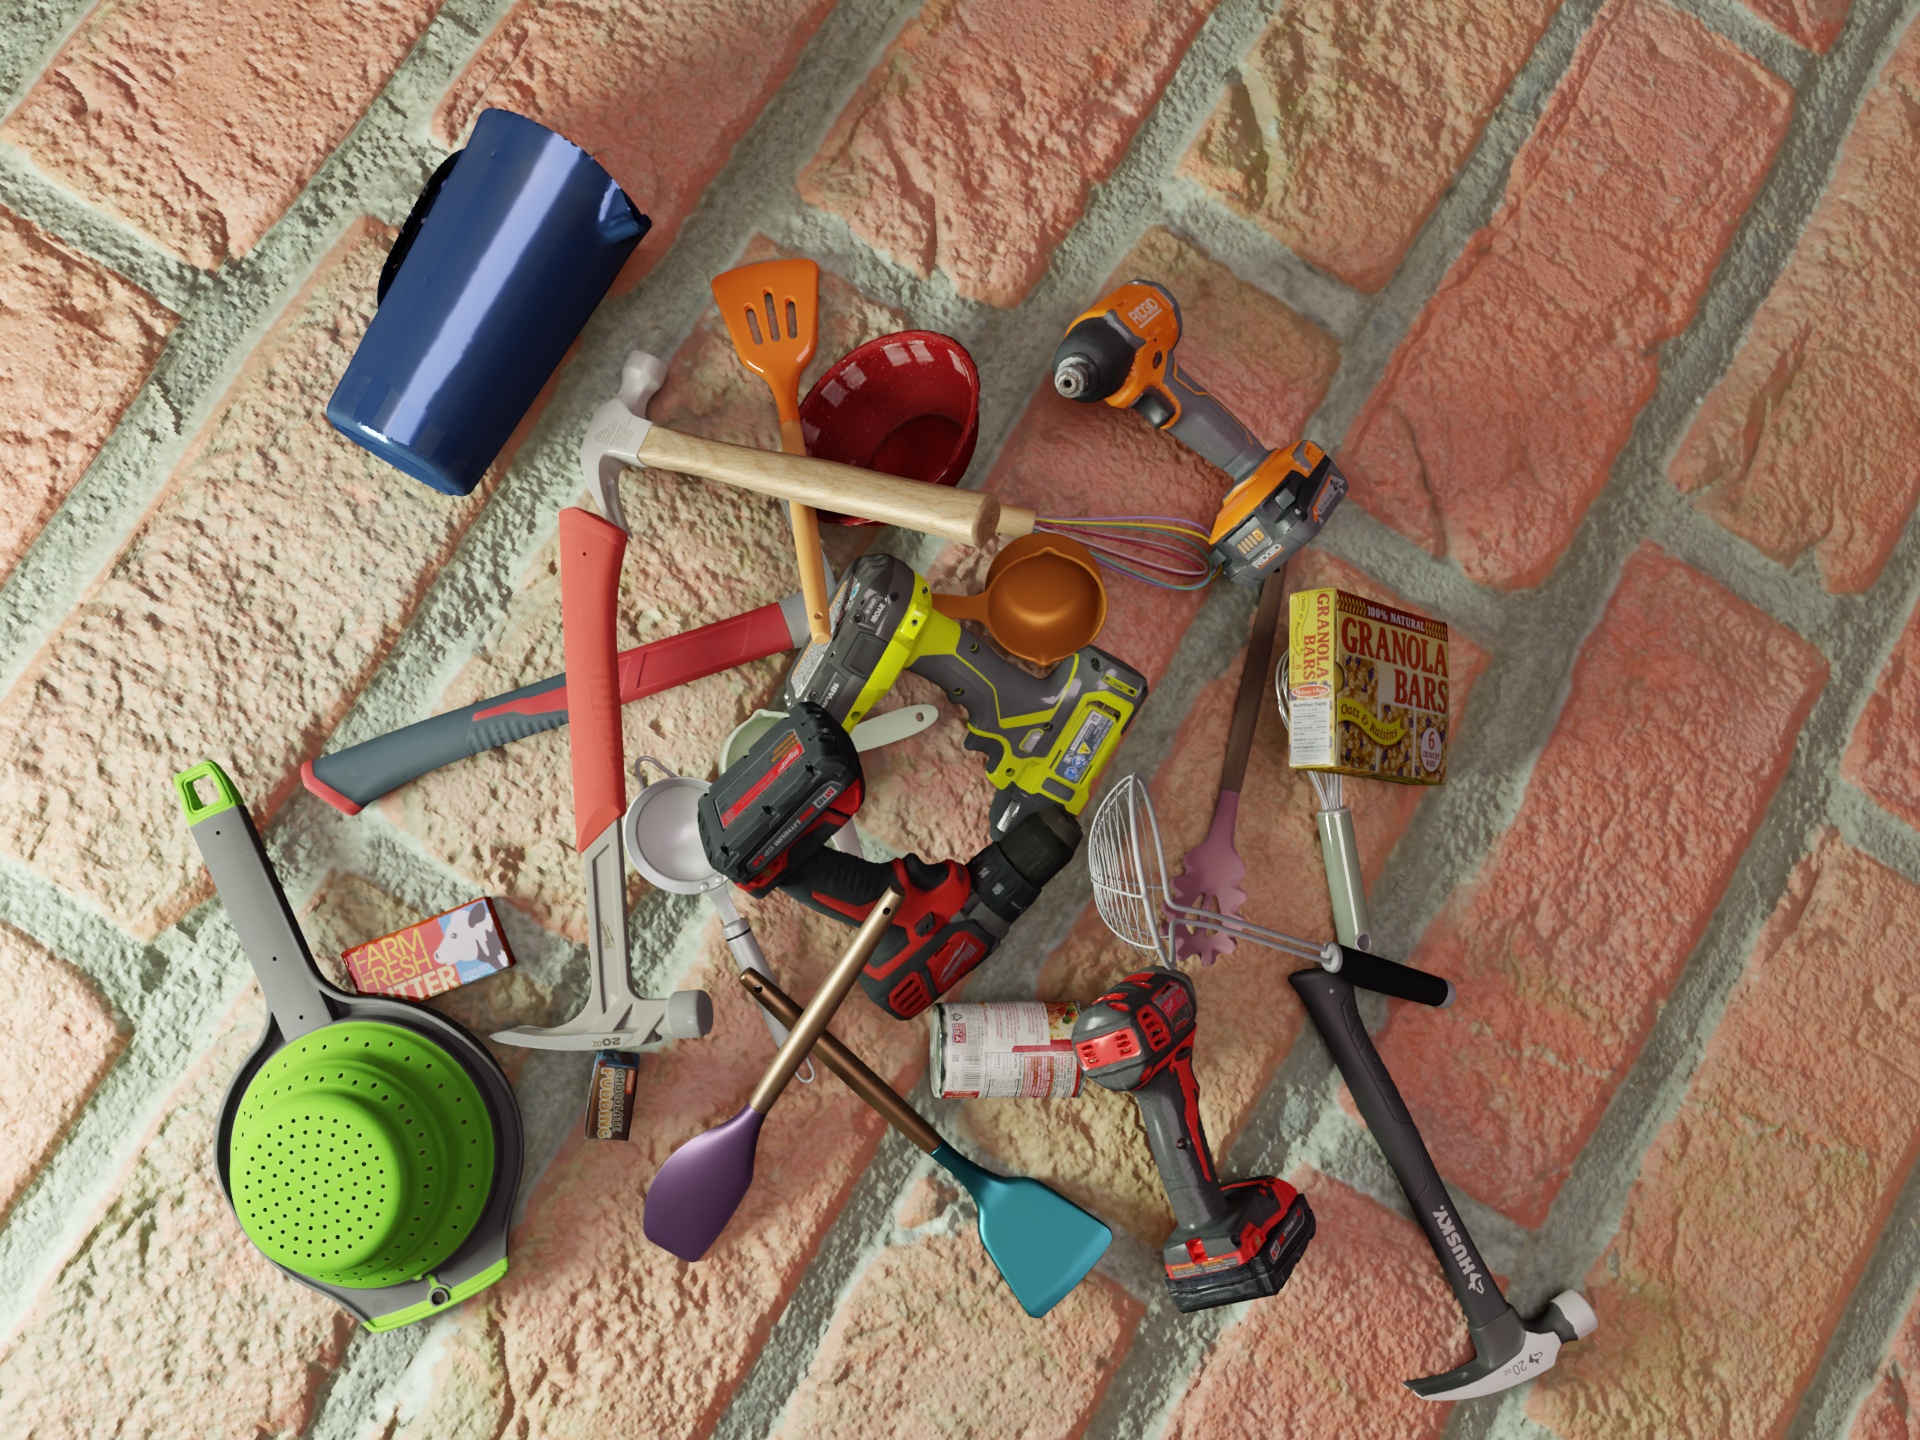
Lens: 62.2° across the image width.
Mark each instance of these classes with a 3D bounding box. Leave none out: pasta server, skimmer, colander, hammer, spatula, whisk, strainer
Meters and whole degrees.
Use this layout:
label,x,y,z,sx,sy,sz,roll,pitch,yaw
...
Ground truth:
label,x,y,z,sx,sy,sz,roll,pitch,yaw
pasta server,0.205,0.025,1.176,0.060,0.040,0.316,12,81,12
skimmer,0.229,0.137,1.083,0.363,0.090,0.127,20,49,-28
colander,-0.427,0.211,1.019,0.204,0.094,0.397,-25,89,1
hammer,-0.123,-0.163,1.065,0.331,0.031,0.130,17,78,28
hammer,-0.269,-0.034,1.115,0.386,0.038,0.143,-19,86,-10
spatula,-0.034,0.281,1.103,0.317,0.044,0.082,44,89,-9
spatula,-0.124,0.237,1.061,0.059,0.018,0.316,32,104,-4
whisk,0.074,-0.136,1.175,0.245,0.047,0.051,12,71,-2
spatula,-0.118,-0.193,1.110,0.081,0.041,0.323,-10,59,-2
whisk,0.274,0.060,1.180,0.057,0.059,0.246,-10,91,-26
hammer,-0.251,0.038,1.066,0.149,0.036,0.359,-5,88,10
hammer,0.328,0.332,1.164,0.146,0.035,0.335,-27,88,-11
strainer,-0.161,0.139,1.112,0.087,0.050,0.258,-24,94,9

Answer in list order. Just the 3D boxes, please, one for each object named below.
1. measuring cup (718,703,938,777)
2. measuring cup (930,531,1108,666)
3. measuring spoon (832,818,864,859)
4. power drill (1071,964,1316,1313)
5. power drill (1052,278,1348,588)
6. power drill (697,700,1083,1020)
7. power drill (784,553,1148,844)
label,x,y,z,sx,sy,sz,roll,pitch,yaw
measuring cup,-0.095,0.020,1.140,0.167,0.038,0.083,-19,92,-24
measuring cup,0.018,-0.093,1.147,0.173,0.052,0.095,1,121,2
measuring spoon,-0.078,0.083,1.118,0.034,0.018,0.124,-29,110,-26
power drill,0.160,0.278,1.101,0.078,0.143,0.220,-24,88,29
power drill,0.163,-0.207,1.140,0.226,0.084,0.164,46,39,-2
power drill,-0.041,0.085,1.060,0.188,0.080,0.226,-43,123,7
power drill,-0.002,-0.004,1.105,0.223,0.080,0.171,27,101,-19
